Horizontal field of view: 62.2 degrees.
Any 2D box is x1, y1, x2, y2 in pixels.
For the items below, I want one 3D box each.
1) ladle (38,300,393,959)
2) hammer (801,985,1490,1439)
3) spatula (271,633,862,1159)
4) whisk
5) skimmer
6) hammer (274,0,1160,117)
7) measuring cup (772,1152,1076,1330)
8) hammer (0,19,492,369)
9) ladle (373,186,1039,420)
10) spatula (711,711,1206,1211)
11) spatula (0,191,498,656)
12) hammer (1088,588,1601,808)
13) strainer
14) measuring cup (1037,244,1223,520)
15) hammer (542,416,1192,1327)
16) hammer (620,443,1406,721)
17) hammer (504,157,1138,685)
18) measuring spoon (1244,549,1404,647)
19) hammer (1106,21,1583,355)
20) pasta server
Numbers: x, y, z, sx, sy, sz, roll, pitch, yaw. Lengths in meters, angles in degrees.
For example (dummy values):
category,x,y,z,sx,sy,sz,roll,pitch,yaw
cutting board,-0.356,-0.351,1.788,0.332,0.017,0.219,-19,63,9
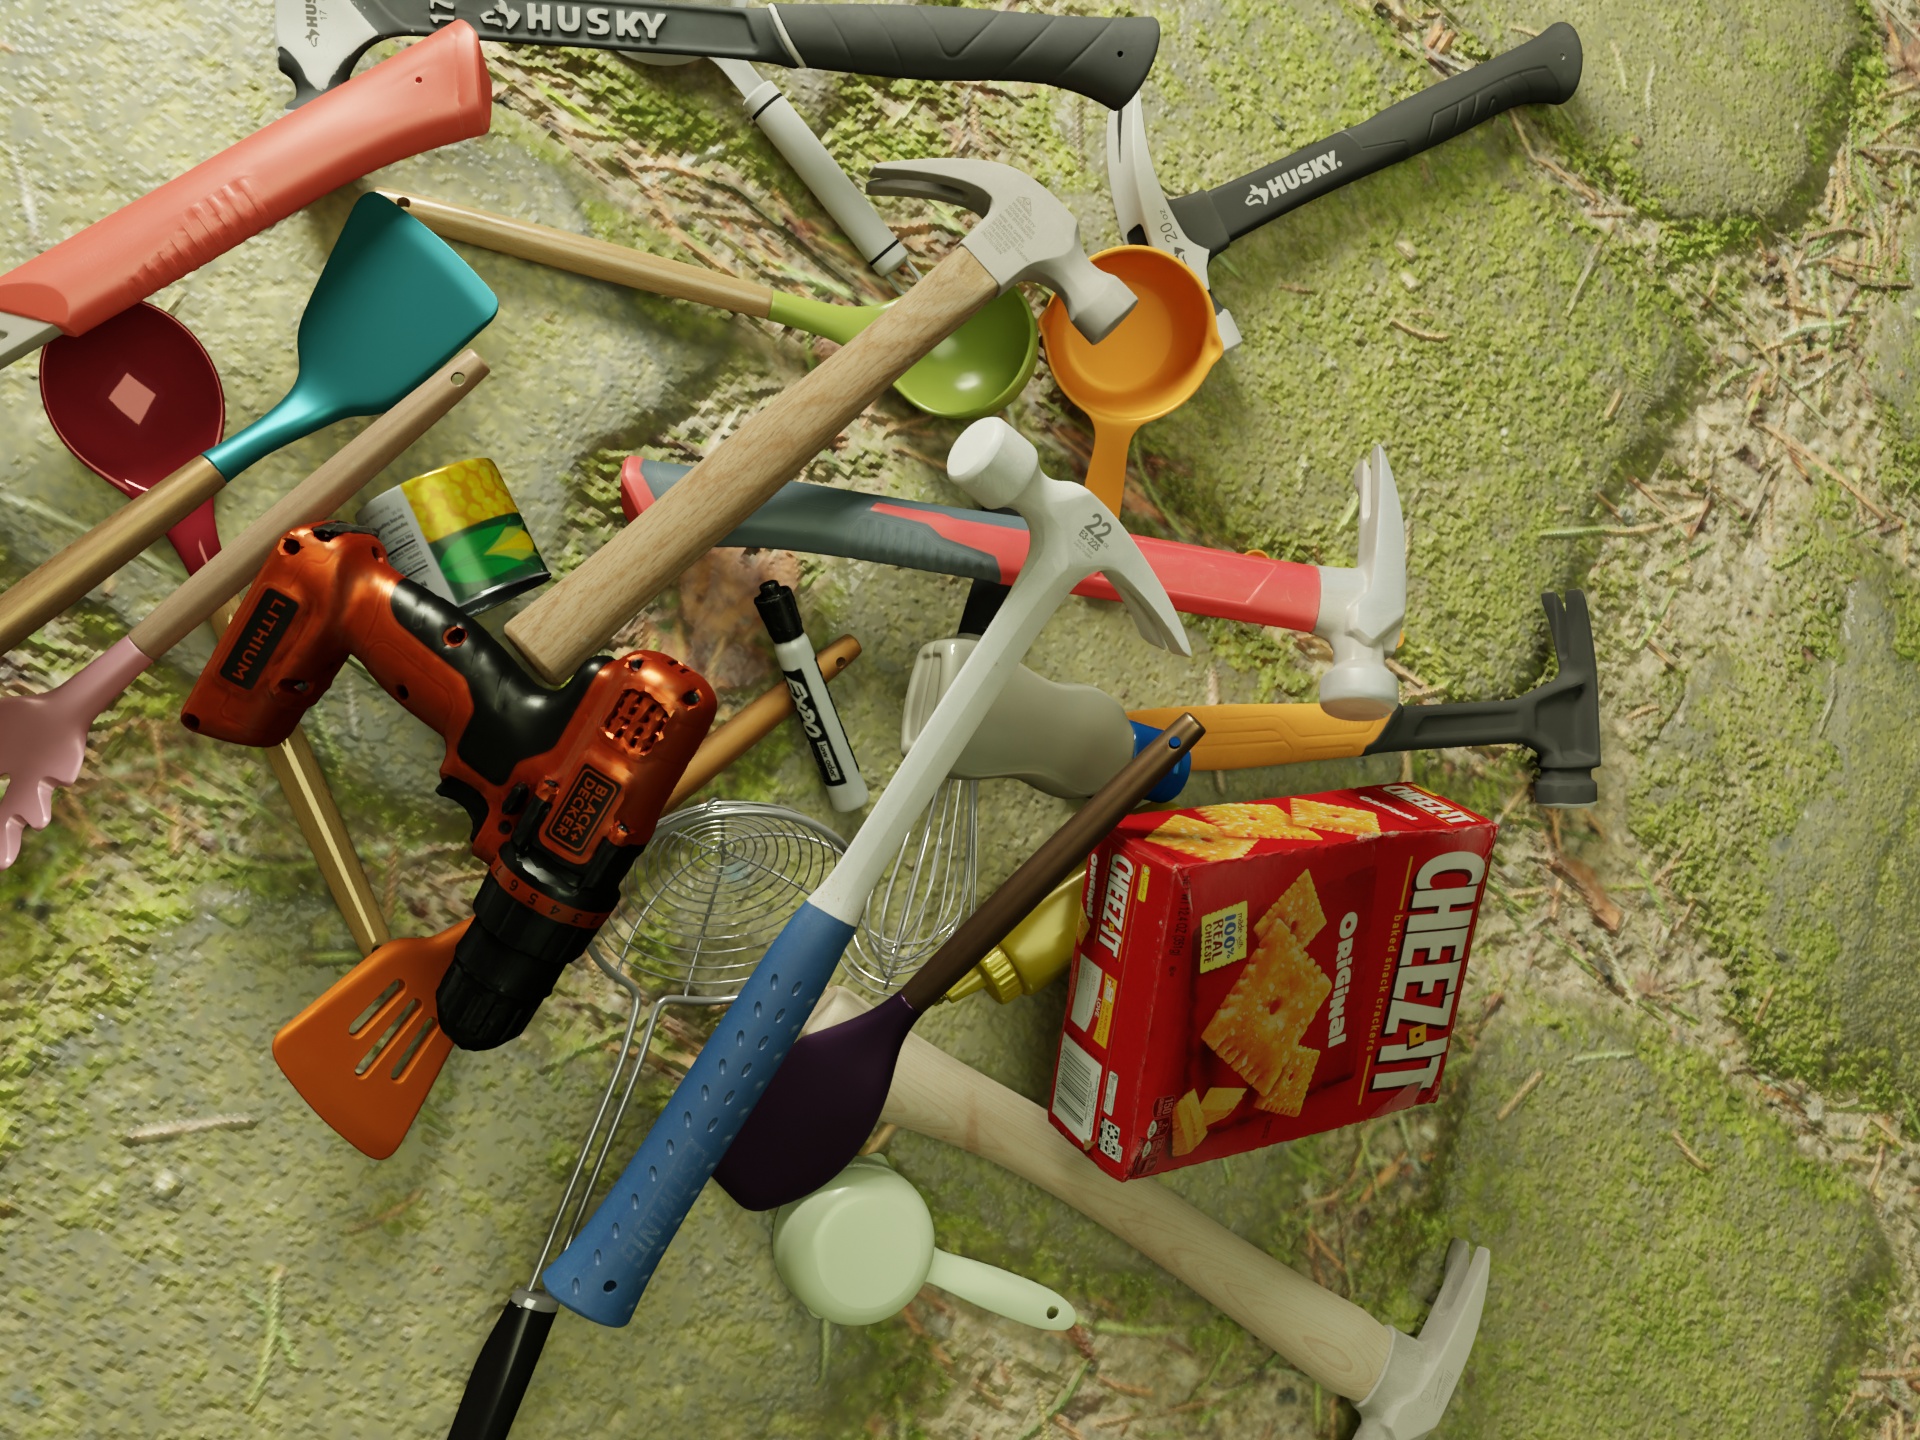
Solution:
category,x,y,z,sx,sy,sz,roll,pitch,yaw
ladle,-0.311,-0.030,0.693,0.069,0.031,0.315,-23,96,-17
hammer,0.100,0.247,0.820,0.410,0.038,0.146,35,74,-14
spatula,-0.163,0.062,0.733,0.322,0.041,0.081,-40,124,-20
whisk,0.000,-0.002,0.793,0.070,0.070,0.285,20,76,-18
skimmer,-0.153,0.206,0.698,0.127,0.090,0.363,27,79,-34
hammer,-0.102,-0.326,0.742,0.409,0.036,0.149,-2,103,-14
measuring cup,-0.010,0.270,0.775,0.167,0.038,0.083,26,78,-15
hammer,-0.353,-0.191,0.648,0.359,0.036,0.149,-37,83,-13
ladle,-0.115,-0.210,0.762,0.320,0.062,0.078,11,84,-17
spatula,-0.003,0.113,0.727,0.060,0.018,0.316,44,100,3
spatula,-0.330,-0.093,0.648,0.082,0.044,0.317,42,69,6
hammer,0.208,-0.002,0.875,0.336,0.034,0.127,-4,92,-20
strainer,-0.102,-0.314,0.783,0.087,0.050,0.258,-41,104,-2
measuring cup,0.079,-0.160,0.836,0.095,0.052,0.173,8,107,-3
hammer,-0.045,0.077,0.686,0.144,0.035,0.405,35,85,-30
hammer,0.031,-0.097,0.780,0.386,0.038,0.143,9,70,-7
hammer,-0.074,-0.139,0.729,0.331,0.031,0.130,-43,92,-14
measuring spoon,0.202,-0.067,0.894,0.116,0.011,0.021,23,88,-21
hammer,0.230,-0.332,0.907,0.335,0.035,0.146,-30,97,-20
pasta server,-0.319,-0.047,0.659,0.316,0.040,0.060,-43,112,-6
